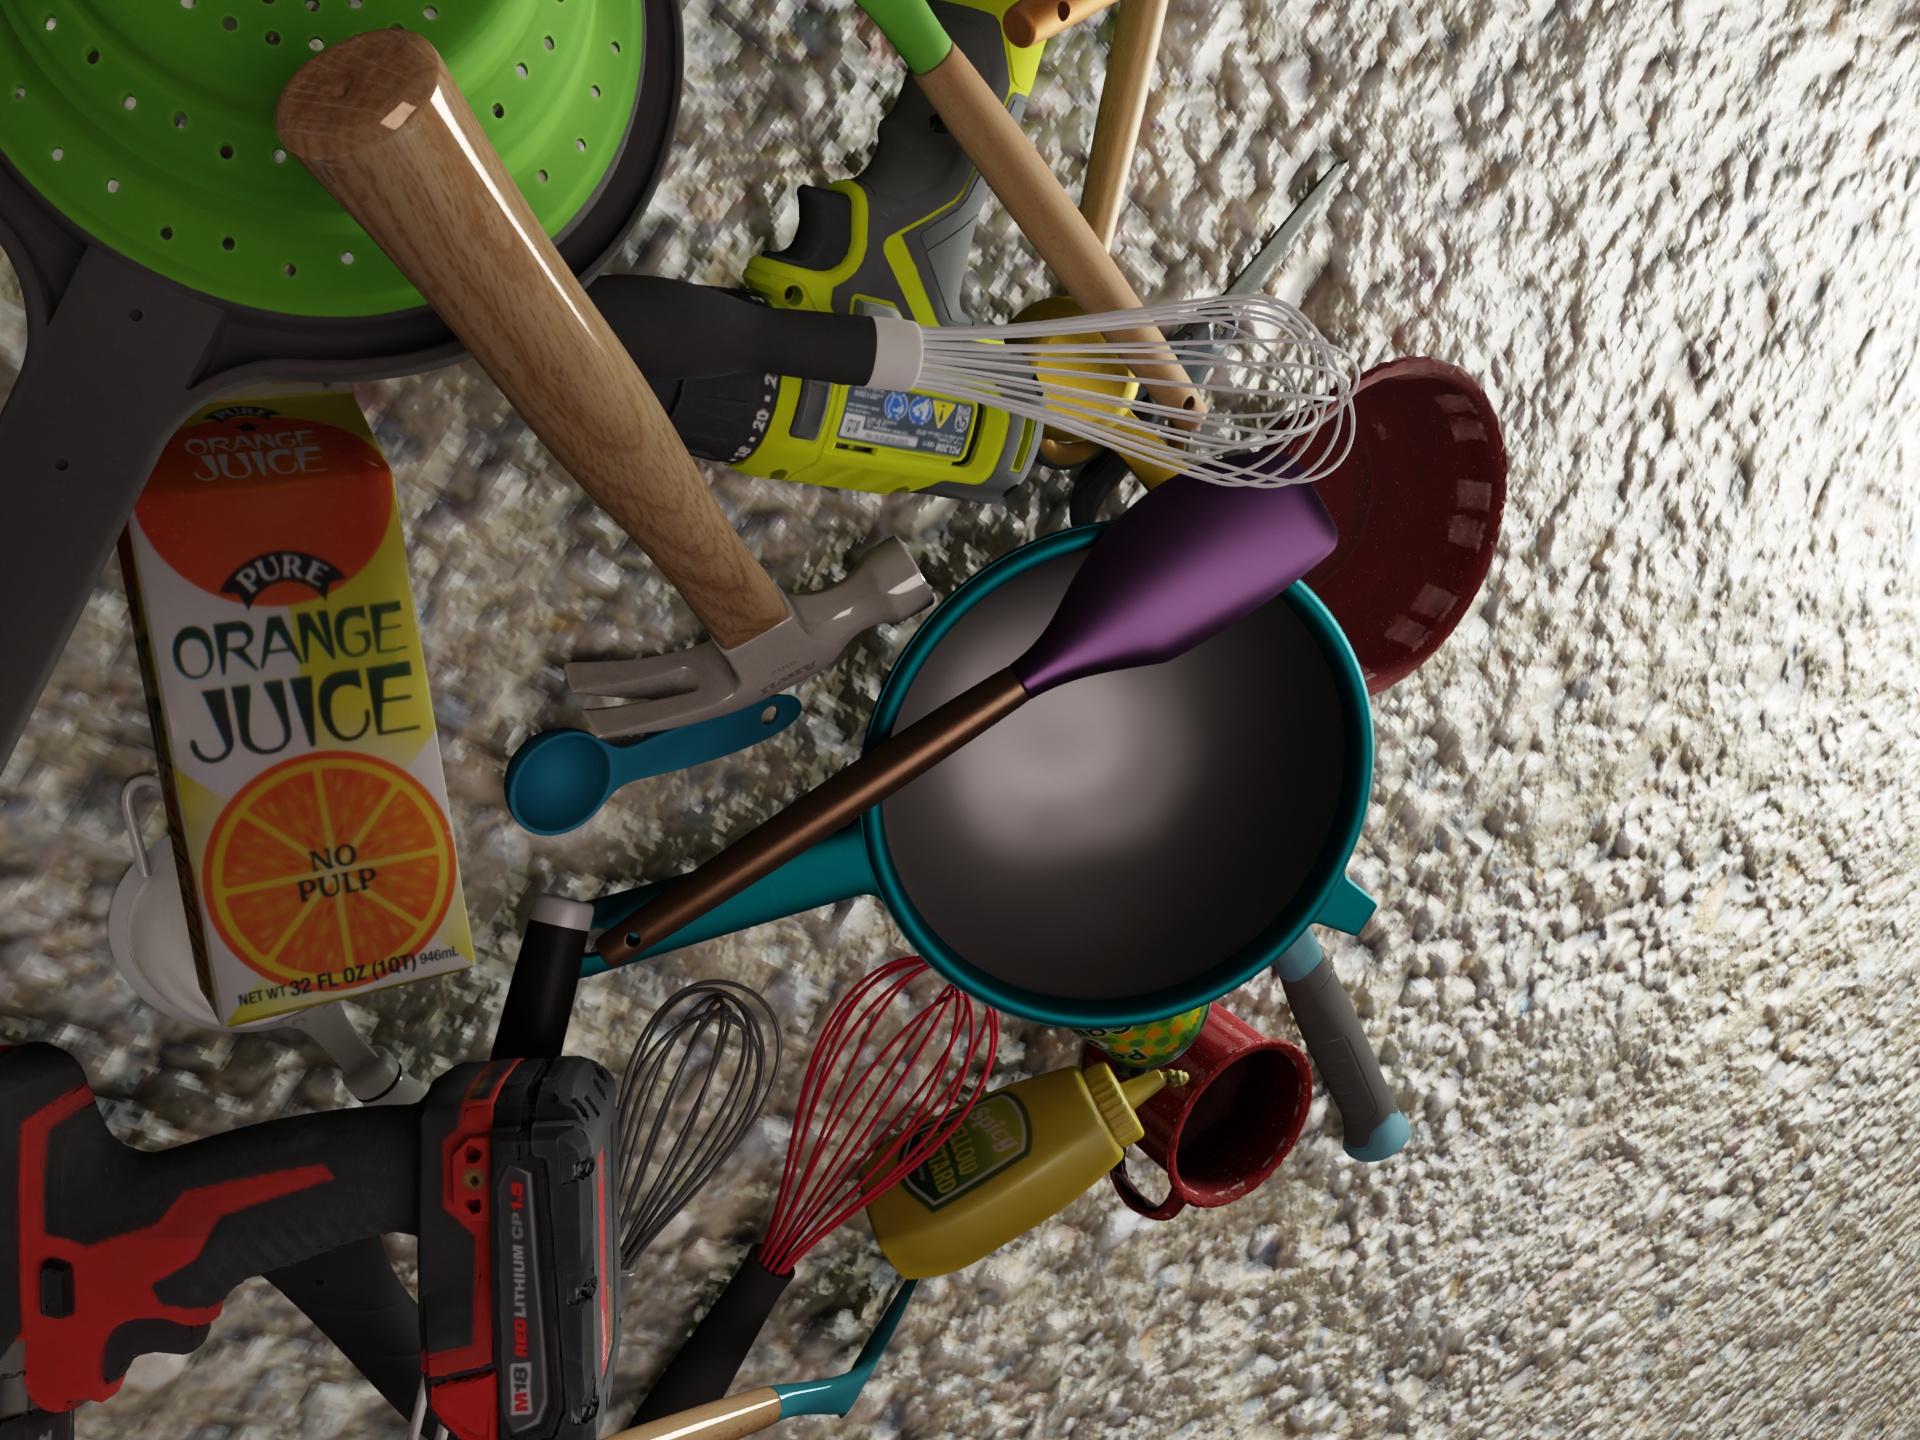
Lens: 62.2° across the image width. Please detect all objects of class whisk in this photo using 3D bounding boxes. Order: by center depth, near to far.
[{"bbox_3d":[0.008,-0.115,0.517,0.284,0.070,0.070,1,110,-21],"label":"whisk"},{"bbox_3d":[-0.132,0.210,0.613,0.055,0.055,0.239,20,97,-39],"label":"whisk"},{"bbox_3d":[-0.074,0.225,0.707,0.073,0.073,0.296,25,101,-39],"label":"whisk"}]

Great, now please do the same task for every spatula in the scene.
[{"bbox_3d":[0.111,-0.301,0.560,0.323,0.041,0.081,-43,134,-31],"label":"spatula"},{"bbox_3d":[-0.001,-0.002,0.590,0.316,0.018,0.059,-34,99,-1],"label":"spatula"},{"bbox_3d":[-0.103,0.279,0.650,0.317,0.044,0.082,11,113,-55],"label":"spatula"}]

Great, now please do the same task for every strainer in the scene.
[{"bbox_3d":[-0.215,0.123,0.573,0.087,0.050,0.258,-28,128,-4],"label":"strainer"},{"bbox_3d":[-0.004,0.032,0.659,0.340,0.095,0.211,-16,109,-5],"label":"strainer"}]

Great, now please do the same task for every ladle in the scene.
[{"bbox_3d":[0.079,-0.306,0.599,0.069,0.031,0.315,1,111,-32],"label":"ladle"}]

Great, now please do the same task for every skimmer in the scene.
[{"bbox_3d":[-0.204,0.239,0.585,0.127,0.090,0.363,18,82,-35],"label":"skimmer"}]

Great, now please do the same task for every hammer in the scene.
[{"bbox_3d":[-0.096,-0.072,0.465,0.130,0.031,0.331,-30,160,-1],"label":"hammer"},{"bbox_3d":[-0.177,0.343,0.685,0.149,0.036,0.408,-27,121,-3],"label":"hammer"},{"bbox_3d":[0.188,0.141,0.866,0.128,0.033,0.330,-40,127,-13],"label":"hammer"}]

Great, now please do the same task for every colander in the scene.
[{"bbox_3d":[-0.194,-0.118,0.382,0.204,0.094,0.397,25,83,-20],"label":"colander"}]

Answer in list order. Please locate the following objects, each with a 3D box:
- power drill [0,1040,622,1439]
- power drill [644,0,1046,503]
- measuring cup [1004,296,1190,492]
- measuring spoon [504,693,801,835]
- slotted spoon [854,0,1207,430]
[{"bbox_3d":[-0.226,0.195,0.502,0.226,0.080,0.188,-1,92,-6],"label":"power drill"},{"bbox_3d":[-0.040,-0.191,0.535,0.190,0.080,0.228,3,110,-36],"label":"power drill"},{"bbox_3d":[0.079,-0.107,0.644,0.156,0.029,0.062,41,91,-19],"label":"measuring cup"},{"bbox_3d":[-0.118,0.008,0.609,0.128,0.021,0.042,-19,127,-38],"label":"measuring spoon"},{"bbox_3d":[0.007,-0.191,0.501,0.070,0.031,0.313,-46,134,2],"label":"slotted spoon"}]
